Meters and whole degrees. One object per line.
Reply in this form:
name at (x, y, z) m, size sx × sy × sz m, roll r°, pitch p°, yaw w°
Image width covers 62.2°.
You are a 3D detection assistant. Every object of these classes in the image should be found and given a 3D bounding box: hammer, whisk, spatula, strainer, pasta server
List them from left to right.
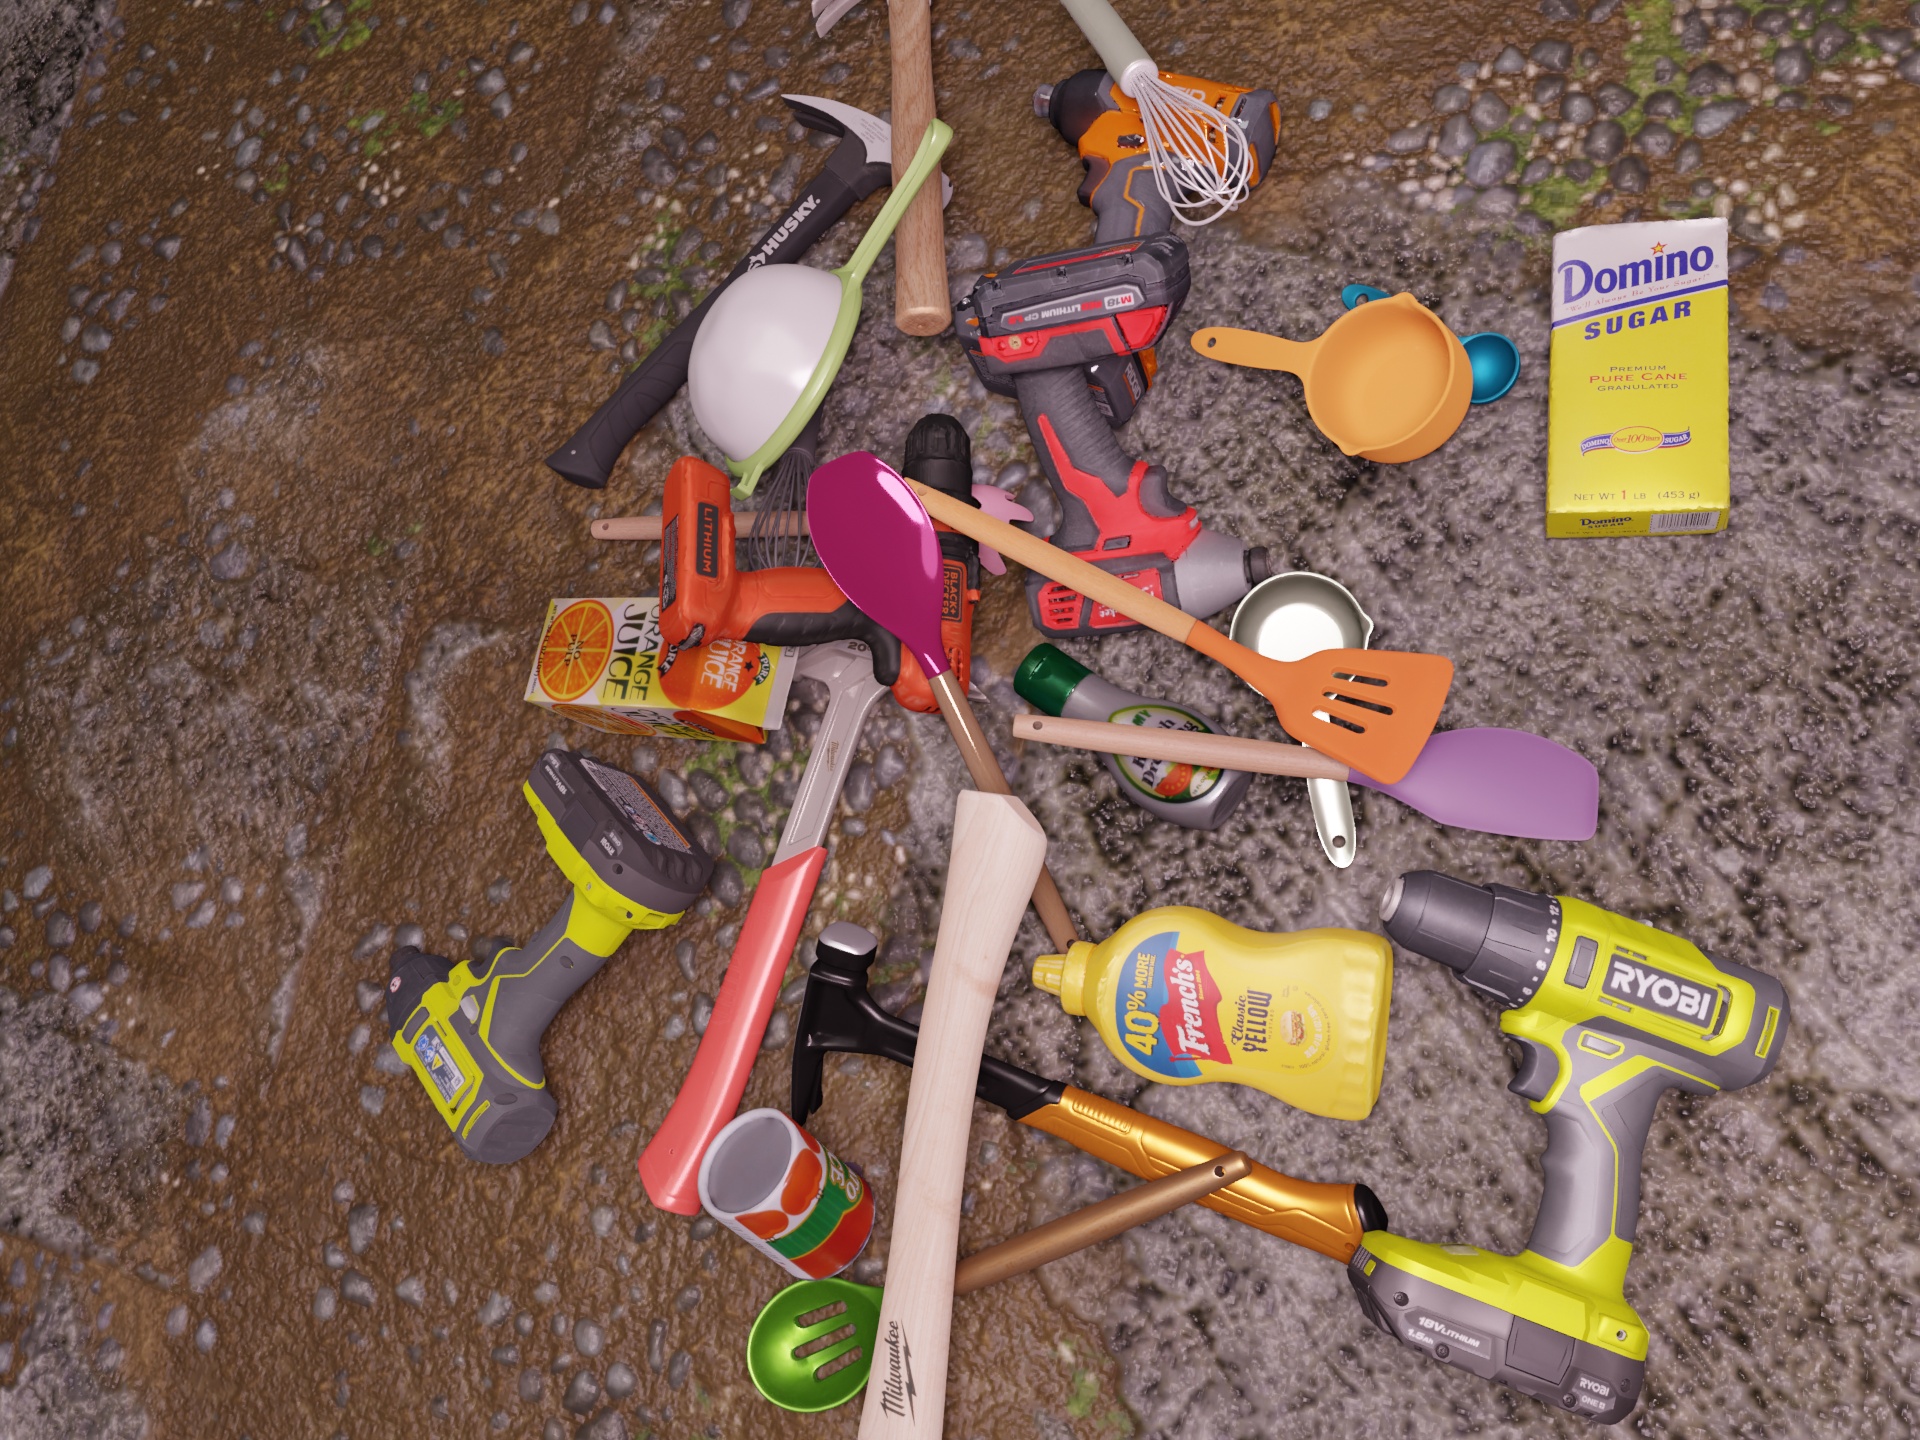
hammer at (-0.167, -0.292, 1.110) m, size 0.335 × 0.035 × 0.146 m, roll -46°, pitch 66°, yaw 2°
hammer at (-0.105, 0.123, 0.967) m, size 0.149 × 0.036 × 0.359 m, roll 15°, pitch 80°, yaw 23°
pasta server at (-0.107, -0.127, 1.047) m, size 0.316 × 0.040 × 0.060 m, roll 2°, pitch 75°, yaw 24°
strainer at (-0.100, -0.272, 0.987) m, size 0.256 × 0.069 × 0.152 m, roll -52°, pitch 28°, yaw 24°
whisk at (-0.102, -0.167, 1.021) m, size 0.055 × 0.055 × 0.239 m, roll -10°, pitch 53°, yaw 17°
hammer at (-0.033, -0.398, 1.061) m, size 0.130 × 0.031 × 0.332 m, roll -5°, pitch 66°, yaw 5°
hammer at (-0.024, 0.240, 0.840) m, size 0.146 × 0.038 × 0.410 m, roll 8°, pitch 89°, yaw 19°
hammer at (0.062, 0.223, 0.865) m, size 0.337 × 0.034 × 0.127 m, roll 19°, pitch 111°, yaw 17°
whisk at (0.111, -0.381, 0.957) m, size 0.059 × 0.057 × 0.247 m, roll -50°, pitch 47°, yaw 32°
spatula at (0.107, -0.064, 0.877) m, size 0.322 × 0.041 × 0.081 m, roll 27°, pitch 73°, yaw 10°
spatula at (0.186, 0.020, 0.867) m, size 0.316 × 0.018 × 0.060 m, roll 7°, pitch 74°, yaw 6°

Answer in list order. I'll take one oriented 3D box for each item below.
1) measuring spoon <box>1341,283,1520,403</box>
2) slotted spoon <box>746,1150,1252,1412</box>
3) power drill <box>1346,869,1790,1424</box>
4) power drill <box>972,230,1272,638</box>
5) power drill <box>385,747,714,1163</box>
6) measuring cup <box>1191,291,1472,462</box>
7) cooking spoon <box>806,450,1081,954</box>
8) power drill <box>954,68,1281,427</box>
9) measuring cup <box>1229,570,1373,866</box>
measuring spoon at (0.279, -0.226, 0.946) m, size 0.129 × 0.021 × 0.042 m, roll 43°, pitch 107°, yaw 33°
slotted spoon at (0.017, 0.296, 0.856) m, size 0.314 × 0.031 × 0.070 m, roll -29°, pitch 68°, yaw 19°
power drill at (0.272, 0.195, 0.770) m, size 0.190 × 0.080 × 0.228 m, roll 20°, pitch 82°, yaw 4°
power drill at (0.093, -0.155, 0.904) m, size 0.143 × 0.078 × 0.219 m, roll -5°, pitch 114°, yaw 20°
power drill at (-0.269, 0.136, 0.990) m, size 0.171 × 0.080 × 0.223 m, roll 42°, pitch 99°, yaw 36°
measuring cup at (0.219, -0.205, 0.941) m, size 0.174 × 0.052 × 0.095 m, roll 23°, pitch 97°, yaw 38°
cooking spoon at (-0.001, -0.003, 0.902) m, size 0.069 × 0.017 × 0.319 m, roll -27°, pitch 94°, yaw -18°
power drill at (0.084, -0.312, 1.004) m, size 0.164 × 0.084 × 0.226 m, roll 22°, pitch 79°, yaw 24°
measuring cup at (0.200, 0.000, 0.899) m, size 0.083 × 0.038 × 0.168 m, roll -11°, pitch 83°, yaw 13°
